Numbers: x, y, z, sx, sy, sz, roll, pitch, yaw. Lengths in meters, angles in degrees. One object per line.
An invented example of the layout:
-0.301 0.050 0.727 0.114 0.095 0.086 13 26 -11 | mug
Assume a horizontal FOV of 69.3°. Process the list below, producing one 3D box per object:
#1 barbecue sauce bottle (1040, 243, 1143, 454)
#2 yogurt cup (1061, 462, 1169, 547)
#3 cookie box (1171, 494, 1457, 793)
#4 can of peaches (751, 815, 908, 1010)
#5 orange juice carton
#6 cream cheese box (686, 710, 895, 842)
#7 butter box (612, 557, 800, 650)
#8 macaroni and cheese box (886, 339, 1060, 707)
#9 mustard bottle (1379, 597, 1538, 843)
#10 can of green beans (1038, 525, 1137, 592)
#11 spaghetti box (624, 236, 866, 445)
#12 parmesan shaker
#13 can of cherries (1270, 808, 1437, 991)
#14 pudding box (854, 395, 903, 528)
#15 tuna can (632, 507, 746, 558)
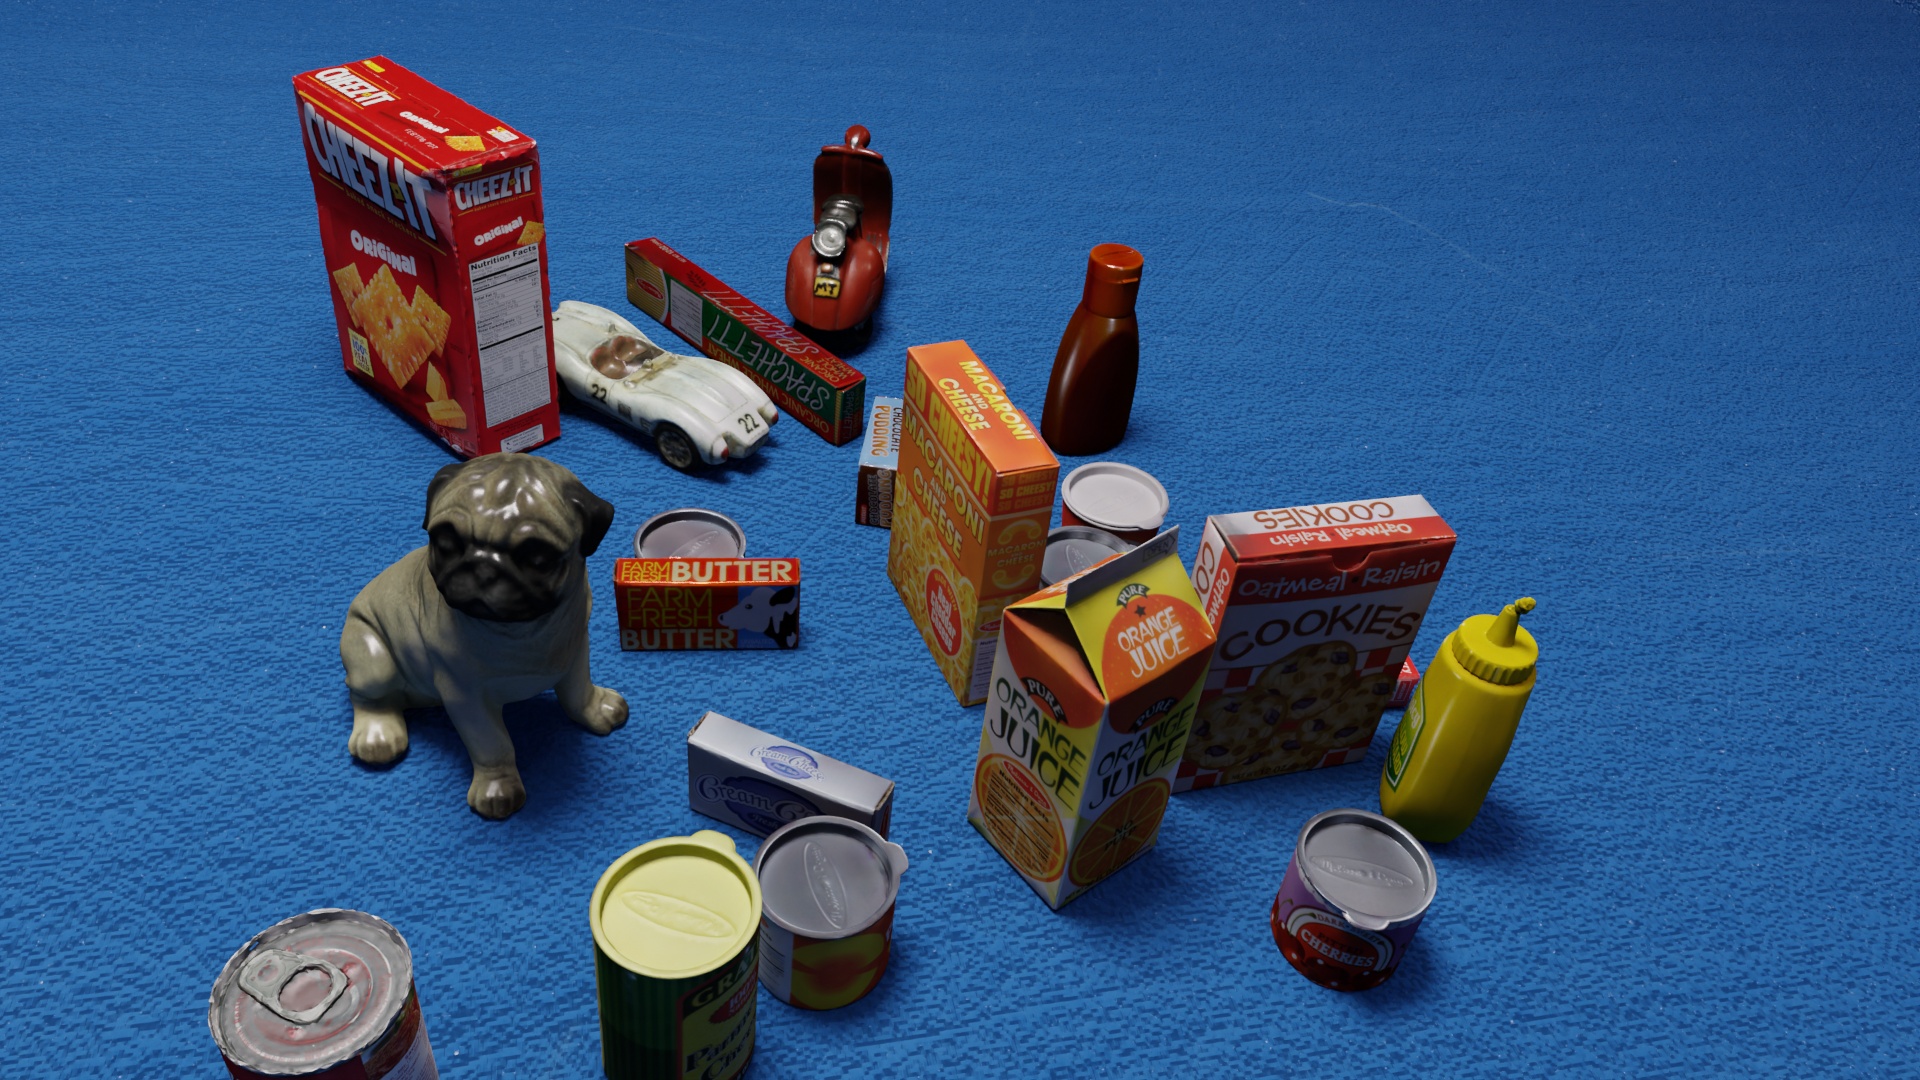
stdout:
0.096 -0.131 0.962 0.065 0.147 0.044 -14 44 -25 | barbecue sauce bottle
0.095 -0.010 0.886 0.072 0.053 0.073 5 39 -4 | yogurt cup
0.174 0.057 0.728 0.123 0.166 0.040 -6 41 -17 | cookie box
-0.060 0.170 0.634 0.071 0.057 0.071 5 39 -4 | can of peaches
0.061 0.079 0.661 0.072 0.191 0.073 -23 48 -33 | orange juice carton
-0.085 0.126 0.687 0.104 0.053 0.024 19 40 13 | cream cheese box
-0.143 0.036 0.789 0.103 0.052 0.024 0 39 -9 | butter box
0.003 -0.010 0.781 0.040 0.165 0.124 -11 42 -22 | macaroni and cheese box
0.259 0.085 0.713 0.049 0.159 0.066 14 39 7 | mustard bottle
0.070 0.034 0.825 0.071 0.057 0.071 5 39 -4 | can of green beans
-0.162 -0.149 1.018 0.250 0.049 0.029 35 46 30 | spaghetti box
-0.115 0.180 0.576 0.071 0.102 0.072 5 39 -4 | parmesan shaker
0.187 0.175 0.670 0.071 0.058 0.072 5 39 -4 | can of cherries
-0.049 -0.053 0.918 0.030 0.049 0.084 8 39 0 | pudding box
-0.159 0.014 0.830 0.071 0.032 0.071 5 39 -4 | tuna can
